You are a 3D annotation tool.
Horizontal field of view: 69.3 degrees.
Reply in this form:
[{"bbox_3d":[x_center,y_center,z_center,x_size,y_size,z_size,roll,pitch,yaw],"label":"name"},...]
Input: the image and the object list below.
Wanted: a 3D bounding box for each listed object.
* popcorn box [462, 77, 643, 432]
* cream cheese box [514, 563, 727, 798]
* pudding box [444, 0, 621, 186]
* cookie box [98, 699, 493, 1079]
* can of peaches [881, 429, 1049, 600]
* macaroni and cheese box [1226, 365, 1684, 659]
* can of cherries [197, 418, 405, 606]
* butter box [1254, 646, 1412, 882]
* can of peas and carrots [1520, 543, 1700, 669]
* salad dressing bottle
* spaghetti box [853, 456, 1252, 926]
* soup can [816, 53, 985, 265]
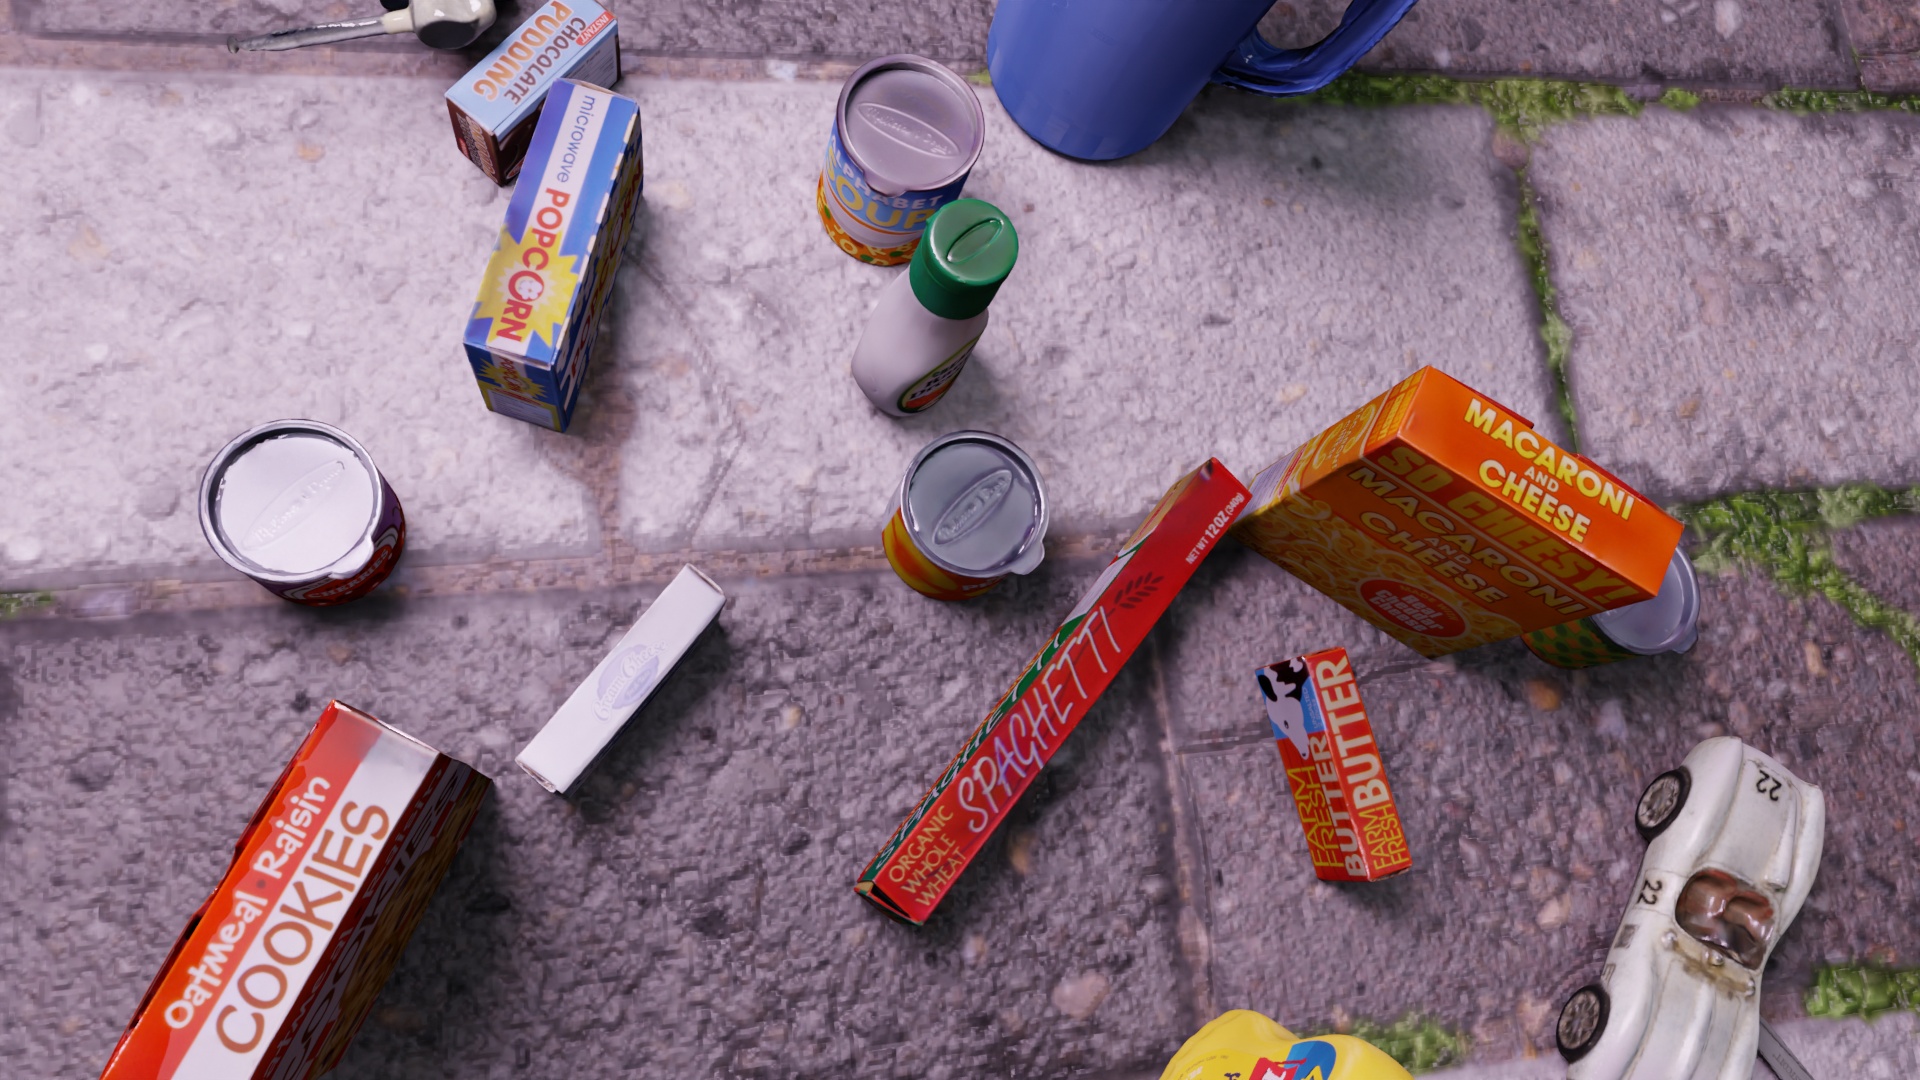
[{"bbox_3d":[-0.172,-0.121,0.598,0.038,0.085,0.127,16,74,-9],"label":"popcorn box"},{"bbox_3d":[-0.139,0.060,0.577,0.024,0.053,0.104,39,72,-1],"label":"cream cheese box"},{"bbox_3d":[-0.193,-0.208,0.634,0.030,0.049,0.084,39,72,-1],"label":"pudding box"},{"bbox_3d":[-0.219,0.126,0.483,0.040,0.167,0.123,27,73,-5],"label":"cookie box"},{"bbox_3d":[0.002,-0.008,0.624,0.071,0.058,0.071,3,76,-12],"label":"can of peaches"},{"bbox_3d":[0.207,-0.006,0.612,0.124,0.166,0.040,31,72,-4],"label":"macaroni and cheese box"},{"bbox_3d":[-0.263,-0.007,0.563,0.071,0.058,0.071,3,76,-12],"label":"can of cherries"},{"bbox_3d":[0.170,0.103,0.637,0.024,0.053,0.103,-12,79,-15],"label":"butter box"},{"bbox_3d":[0.318,0.030,0.685,0.071,0.058,0.071,3,76,-12],"label":"can of peas and carrots"},{"bbox_3d":[-0.011,-0.097,0.596,0.064,0.147,0.044,-40,88,-18],"label":"salad dressing bottle"},{"bbox_3d":[0.043,0.065,0.619,0.028,0.050,0.251,41,71,-1],"label":"spaghetti box"},{"bbox_3d":[-0.031,-0.171,0.643,0.071,0.083,0.071,3,76,-12],"label":"soup can"}]
